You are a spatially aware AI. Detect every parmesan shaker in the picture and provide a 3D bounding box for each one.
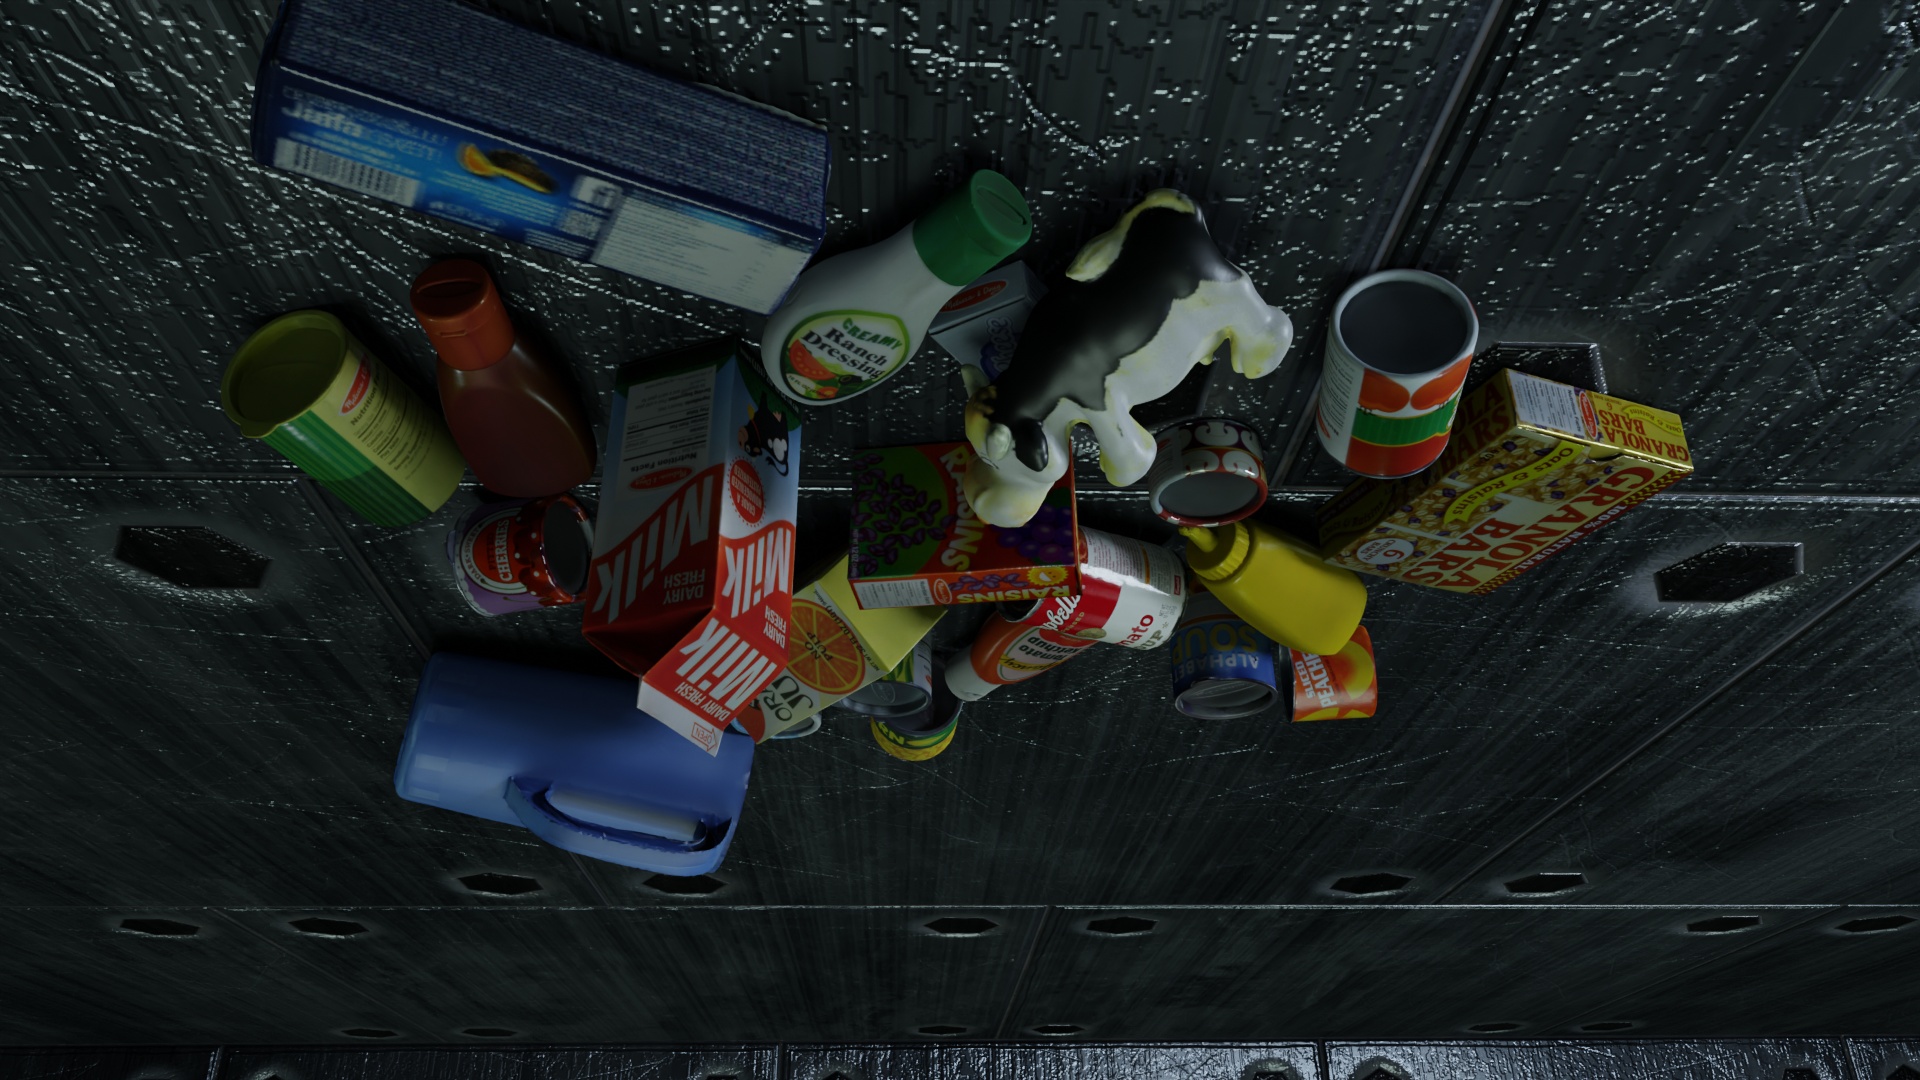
[{"bbox_3d":[-0.303,-0.055,0.689,0.071,0.071,0.102,-7,151,12],"label":"parmesan shaker"}]

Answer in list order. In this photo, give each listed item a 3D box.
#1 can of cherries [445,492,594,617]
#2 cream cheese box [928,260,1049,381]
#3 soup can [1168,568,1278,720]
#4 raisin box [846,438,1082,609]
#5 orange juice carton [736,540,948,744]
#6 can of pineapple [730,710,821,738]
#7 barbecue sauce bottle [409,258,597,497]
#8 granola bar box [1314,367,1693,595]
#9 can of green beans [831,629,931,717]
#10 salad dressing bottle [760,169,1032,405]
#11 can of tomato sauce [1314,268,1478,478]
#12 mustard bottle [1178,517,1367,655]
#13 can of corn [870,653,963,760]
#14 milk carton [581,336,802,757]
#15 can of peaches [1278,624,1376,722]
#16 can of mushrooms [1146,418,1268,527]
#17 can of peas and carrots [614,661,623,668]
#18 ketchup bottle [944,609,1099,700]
[{"bbox_3d":[-0.254,0.008,0.809,0.058,0.072,0.071,-8,150,13],"label":"can of cherries"},{"bbox_3d":[0.034,-0.092,0.679,0.053,0.024,0.103,-17,148,28],"label":"cream cheese box"},{"bbox_3d":[0.169,0.066,0.909,0.071,0.084,0.071,-1,151,0],"label":"soup can"},{"bbox_3d":[0.003,-0.010,0.765,0.123,0.086,0.040,-4,149,6],"label":"raisin box"},{"bbox_3d":[-0.104,0.068,0.891,0.192,0.073,0.071,-31,99,43],"label":"orange juice carton"},{"bbox_3d":[-0.134,0.105,1.001,0.071,0.058,0.070,0,151,0],"label":"can of pineapple"},{"bbox_3d":[-0.226,-0.076,0.682,0.065,0.044,0.147,-6,151,-2],"label":"barbecue sauce bottle"},{"bbox_3d":[0.303,-0.026,0.791,0.124,0.039,0.164,11,150,-20],"label":"granola bar box"},{"bbox_3d":[-0.053,0.084,0.965,0.071,0.058,0.071,-1,151,0],"label":"can of green beans"},{"bbox_3d":[-0.031,-0.112,0.621,0.064,0.044,0.147,26,141,-32],"label":"salad dressing bottle"},{"bbox_3d":[0.208,-0.080,0.664,0.071,0.071,0.082,-4,150,7],"label":"can of tomato sauce"},{"bbox_3d":[0.184,0.019,0.849,0.160,0.065,0.049,29,179,-35],"label":"mustard bottle"},{"bbox_3d":[-0.035,0.124,1.028,0.071,0.071,0.058,2,151,-5],"label":"can of corn"},{"bbox_3d":[-0.128,0.004,0.676,0.073,0.191,0.072,-11,149,19],"label":"milk carton"},{"bbox_3d":[0.258,0.094,0.980,0.058,0.071,0.071,-4,151,5],"label":"can of peaches"},{"bbox_3d":[0.139,-0.036,0.775,0.071,0.033,0.070,0,151,0],"label":"can of mushrooms"},{"bbox_3d":[-0.192,0.049,0.883,0.071,0.071,0.058,15,148,-26],"label":"can of peas and carrots"},{"bbox_3d":[0.041,0.069,0.956,0.065,0.044,0.148,15,148,-27],"label":"ketchup bottle"}]
